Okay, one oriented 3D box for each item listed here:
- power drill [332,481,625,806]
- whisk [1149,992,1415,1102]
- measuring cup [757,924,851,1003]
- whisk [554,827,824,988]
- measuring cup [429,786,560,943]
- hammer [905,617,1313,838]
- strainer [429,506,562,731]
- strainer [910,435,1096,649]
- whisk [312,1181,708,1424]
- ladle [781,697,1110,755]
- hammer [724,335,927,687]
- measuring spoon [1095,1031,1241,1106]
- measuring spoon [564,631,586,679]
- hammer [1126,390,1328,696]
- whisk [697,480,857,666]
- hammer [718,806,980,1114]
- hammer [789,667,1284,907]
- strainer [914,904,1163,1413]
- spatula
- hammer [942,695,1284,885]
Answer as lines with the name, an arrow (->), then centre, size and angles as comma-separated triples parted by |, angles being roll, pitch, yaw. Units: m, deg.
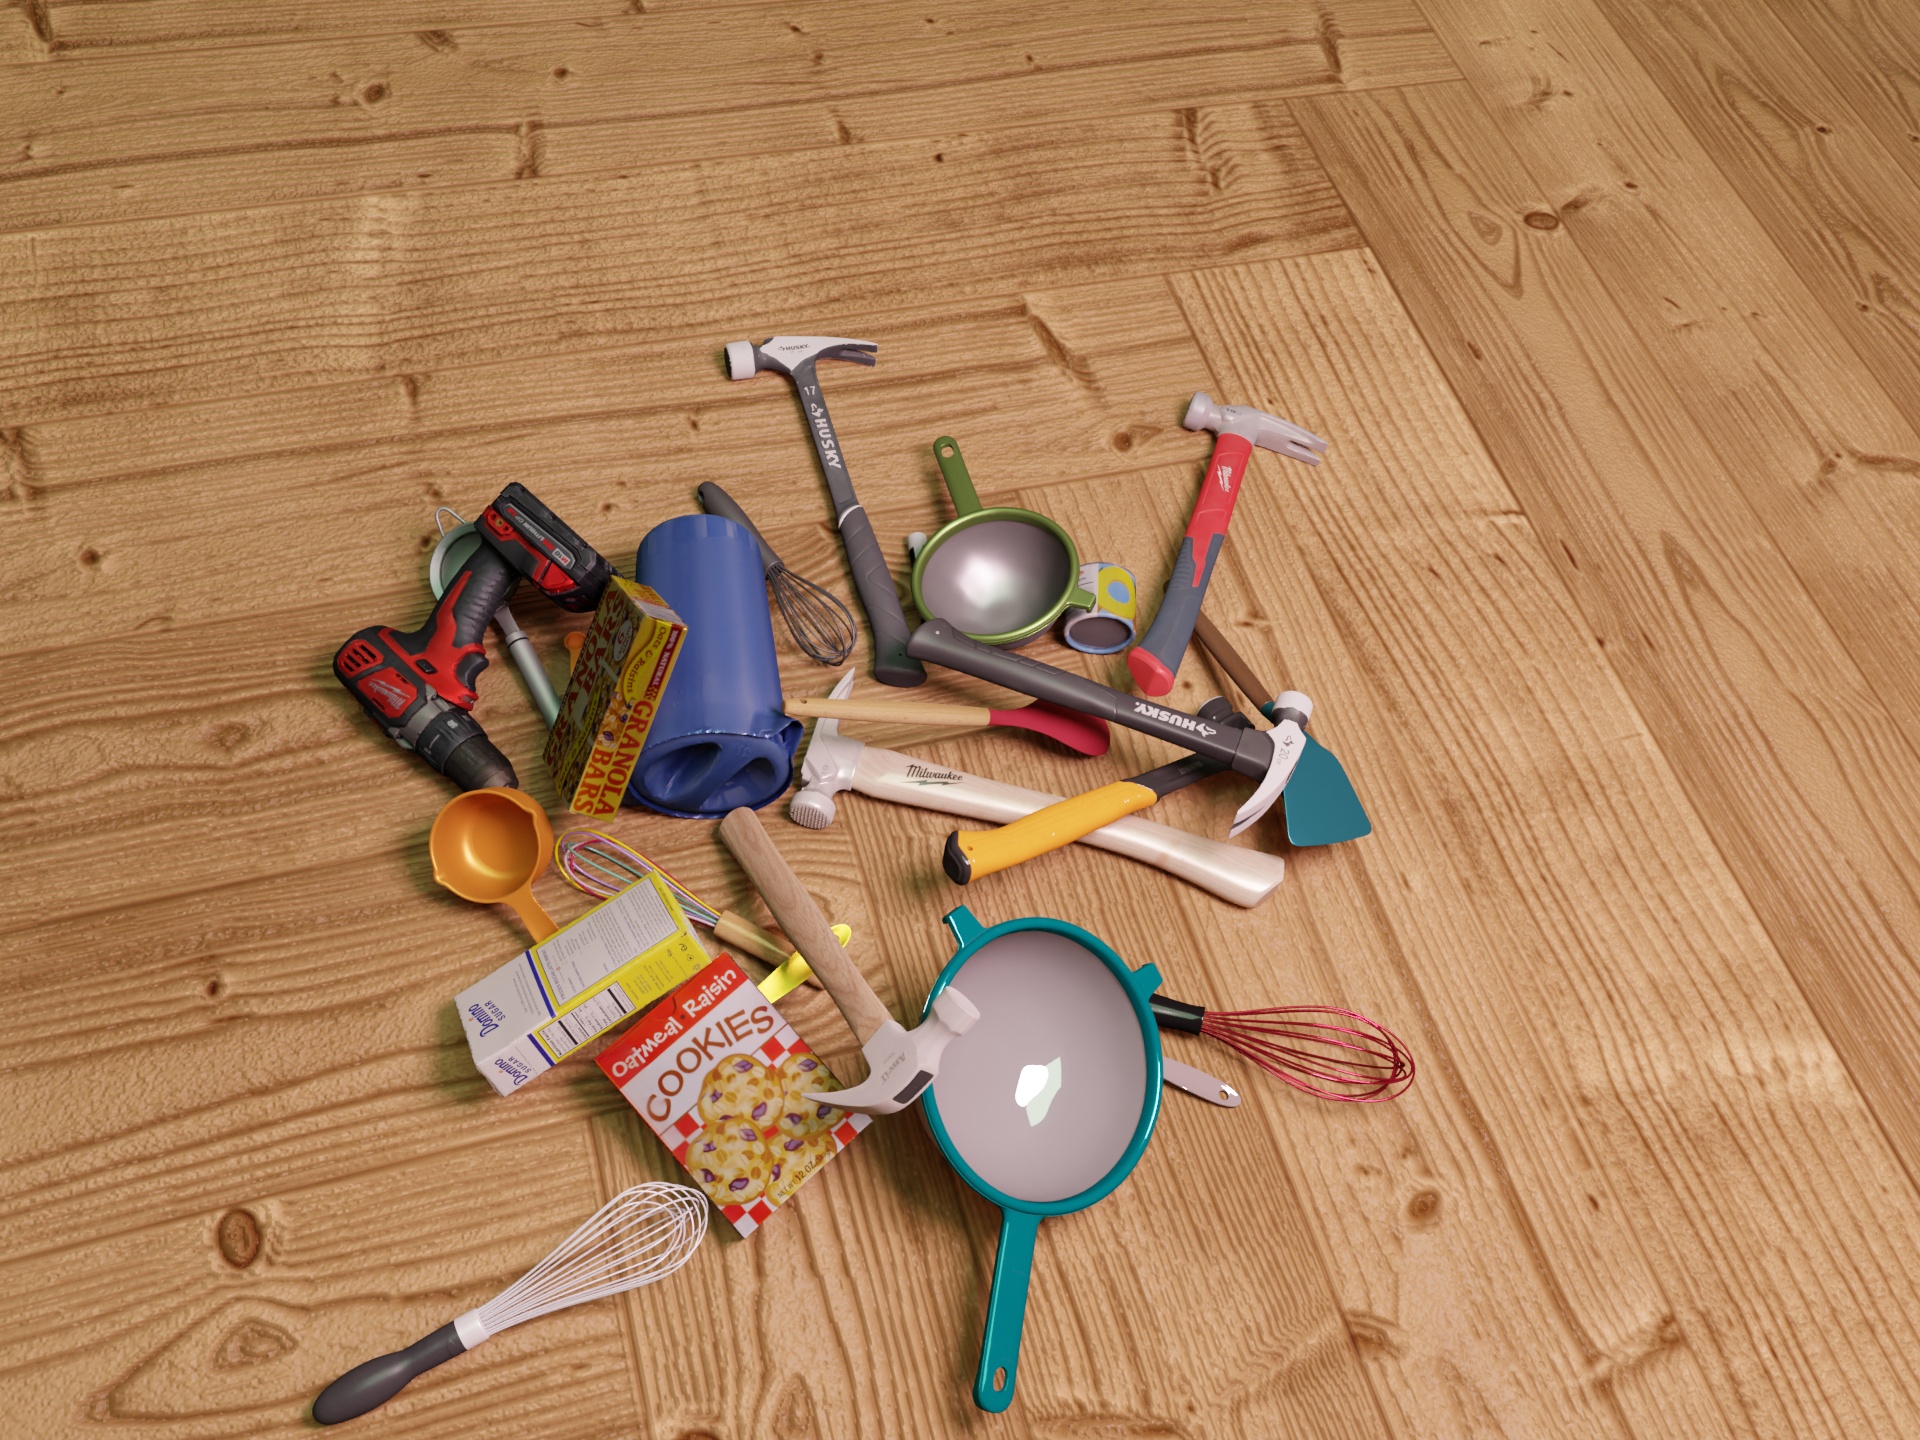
power drill -> -0.379, -0.059, 1.302 | 0.188, 0.080, 0.227 | 41, 86, 13
whisk -> 0.209, 0.241, 1.251 | 0.296, 0.073, 0.073 | 13, 58, 7
measuring cup -> -0.147, 0.209, 1.223 | 0.156, 0.029, 0.062 | -37, 82, -21
whisk -> -0.211, 0.152, 1.256 | 0.245, 0.051, 0.047 | 26, 80, 3
measuring cup -> -0.339, 0.129, 1.243 | 0.095, 0.052, 0.173 | -34, 93, 5
hammer -> 0.113, -0.012, 1.307 | 0.335, 0.035, 0.146 | 19, 52, 10
strainer -> -0.383, -0.073, 1.362 | 0.087, 0.050, 0.259 | -33, 73, 5
strainer -> 0.020, -0.154, 1.454 | 0.151, 0.069, 0.257 | -18, 54, -1
whisk -> -0.303, 0.397, 1.083 | 0.284, 0.070, 0.070 | -26, 66, -16
ladle -> -0.002, -0.004, 1.314 | 0.315, 0.031, 0.069 | 3, 43, -30
hammer -> -0.103, -0.205, 1.483 | 0.149, 0.036, 0.409 | -11, 62, -15
measuring spoon -> 0.161, 0.277, 1.247 | 0.124, 0.018, 0.034 | 24, 52, -1
measuring spoon -> -0.323, -0.024, 1.360 | 0.021, 0.011, 0.117 | -8, 65, -14
hammer -> 0.240, -0.162, 1.475 | 0.143, 0.038, 0.387 | 21, 51, 3
whisk -> -0.168, -0.137, 1.426 | 0.055, 0.055, 0.239 | -30, 64, -23
hammer -> -0.109, 0.166, 1.180 | 0.130, 0.031, 0.332 | -50, 42, 5
hammer -> 0.072, 0.070, 1.343 | 0.410, 0.038, 0.146 | 15, 57, 1
strainer -> 0.030, 0.315, 1.158 | 0.210, 0.095, 0.341 | 20, 68, -26
spatula -> 0.251, -0.019, 1.391 | 0.082, 0.044, 0.318 | -7, 43, -23
hammer -> 0.132, 0.072, 1.302 | 0.337, 0.034, 0.127 | -18, 54, -32
